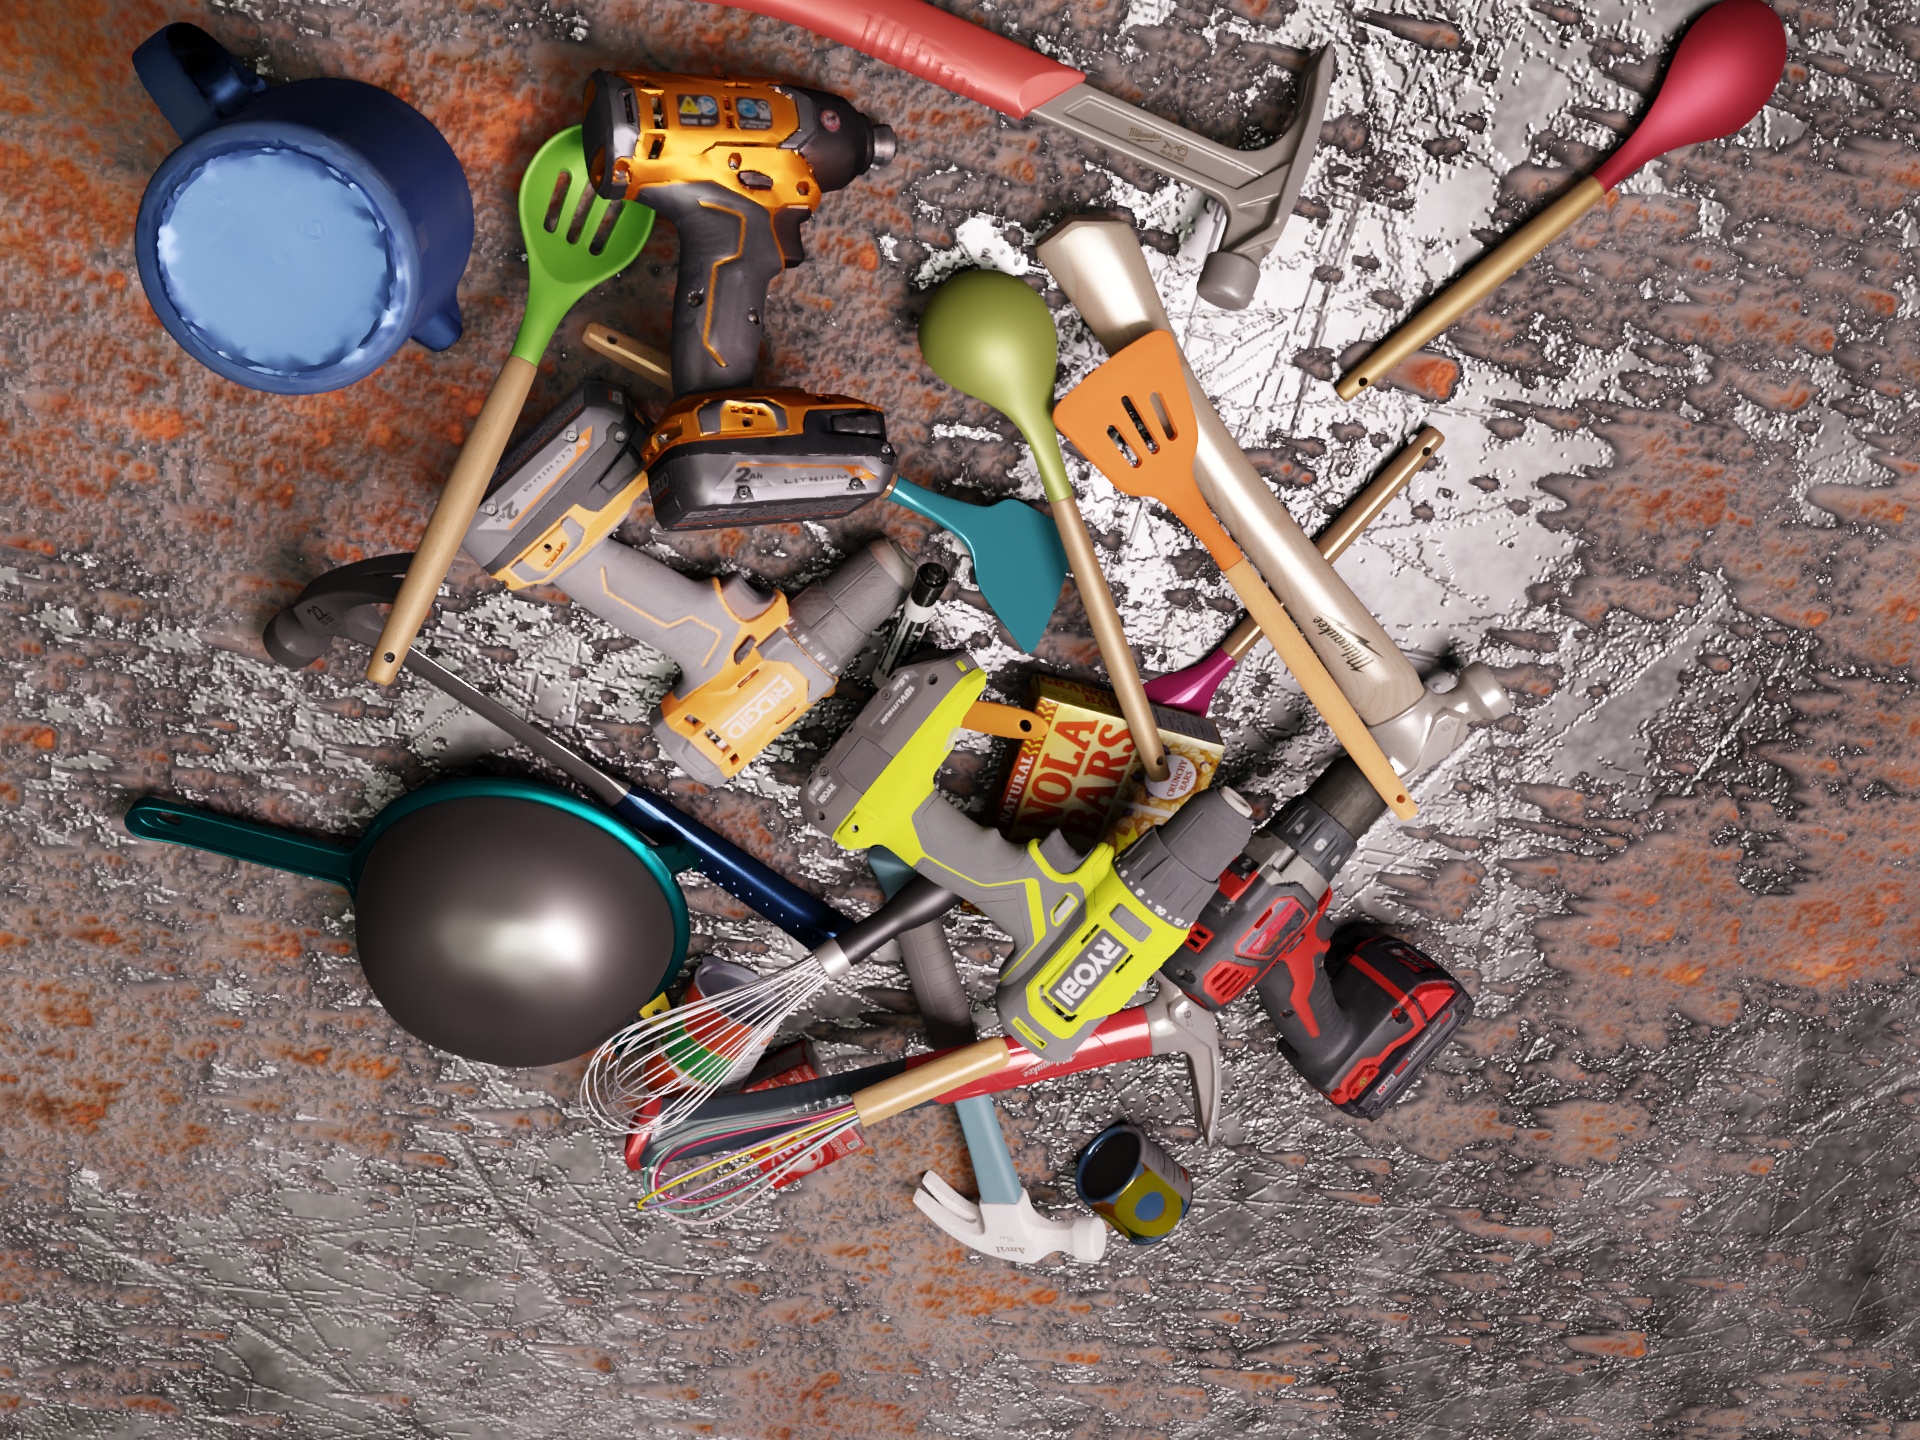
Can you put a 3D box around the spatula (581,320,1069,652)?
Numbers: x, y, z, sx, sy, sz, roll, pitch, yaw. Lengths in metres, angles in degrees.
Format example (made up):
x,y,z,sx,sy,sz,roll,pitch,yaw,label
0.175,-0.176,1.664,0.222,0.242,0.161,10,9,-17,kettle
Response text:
x,y,z,sx,sy,sz,roll,pitch,yaw,label
-0.066,-0.139,0.893,0.317,0.044,0.082,25,77,-21,spatula

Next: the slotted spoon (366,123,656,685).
x,y,z,sx,sy,sz,roll,pitch,yaw,label
-0.240,-0.165,0.827,0.070,0.031,0.314,25,83,-24,slotted spoon

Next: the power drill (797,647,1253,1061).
x,y,z,sx,sy,sz,roll,pitch,yaw,label
0.038,0.063,0.934,0.228,0.080,0.190,41,105,4,power drill

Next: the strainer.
x,y,z,sx,sy,sz,roll,pitch,yaw,label
-0.335,0.124,0.947,0.340,0.095,0.211,16,127,-10,strainer

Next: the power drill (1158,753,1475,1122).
x,y,z,sx,sy,sz,roll,pitch,yaw,label
0.241,0.137,1.014,0.188,0.080,0.226,-48,127,-2,power drill

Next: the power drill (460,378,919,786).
x,y,z,sx,sy,sz,roll,pitch,yaw,label
-0.150,-0.090,0.911,0.185,0.084,0.226,-40,117,8,power drill

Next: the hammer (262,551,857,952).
x,y,z,sx,sy,sz,roll,pitch,yaw,label
-0.211,0.038,0.956,0.405,0.035,0.144,38,142,-26,hammer

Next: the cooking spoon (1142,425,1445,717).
x,y,z,sx,sy,sz,roll,pitch,yaw,label
0.187,-0.061,1.005,0.068,0.017,0.319,36,106,-21,cooking spoon

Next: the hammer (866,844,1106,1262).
x,y,z,sx,sy,sz,roll,pitch,yaw,label
0.001,0.232,1.084,0.128,0.033,0.330,-7,112,24,hammer

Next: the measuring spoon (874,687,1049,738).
x,y,z,sx,sy,sz,roll,pitch,yaw,label
-0.002,-0.003,0.976,0.117,0.011,0.021,10,112,20,measuring spoon

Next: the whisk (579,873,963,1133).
x,y,z,sx,sy,sz,roll,pitch,yaw,label
-0.106,0.166,0.984,0.284,0.070,0.070,-32,116,-10,whisk

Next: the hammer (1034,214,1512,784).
x,y,z,sx,sy,sz,roll,pitch,yaw,label
0.168,-0.117,0.950,0.146,0.038,0.410,-35,111,12,hammer

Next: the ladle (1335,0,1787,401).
x,y,z,sx,sy,sz,roll,pitch,yaw,label
0.345,-0.293,0.920,0.315,0.031,0.069,-40,114,12,ladle

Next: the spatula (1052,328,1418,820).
x,y,z,sx,sy,sz,roll,pitch,yaw,label
0.172,-0.070,0.910,0.081,0.041,0.322,-37,99,-1,spatula

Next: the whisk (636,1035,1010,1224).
x,y,z,sx,sy,sz,roll,pitch,yaw,label
-0.084,0.250,0.985,0.245,0.051,0.047,-22,129,-7,whisk

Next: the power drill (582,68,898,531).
x,y,z,sx,sy,sz,roll,pitch,yaw,label
-0.097,-0.219,0.818,0.164,0.084,0.226,-8,88,-24,power drill

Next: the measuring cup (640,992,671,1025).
x,y,z,sx,sy,sz,roll,pitch,yaw,label
-0.219,0.142,1.039,0.062,0.029,0.156,-15,127,1,measuring cup

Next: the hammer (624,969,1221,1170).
x,y,z,sx,sy,sz,roll,pitch,yaw,label
-0.021,0.247,1.031,0.386,0.038,0.143,-11,106,-6,hammer

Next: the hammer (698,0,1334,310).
x,y,z,sx,sy,sz,roll,pitch,yaw,label
0.017,-0.349,0.828,0.359,0.037,0.149,19,90,-12,hammer

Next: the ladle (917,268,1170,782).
x,y,z,sx,sy,sz,roll,pitch,yaw,label
0.060,-0.106,0.923,0.078,0.062,0.320,-31,112,-22,ladle
